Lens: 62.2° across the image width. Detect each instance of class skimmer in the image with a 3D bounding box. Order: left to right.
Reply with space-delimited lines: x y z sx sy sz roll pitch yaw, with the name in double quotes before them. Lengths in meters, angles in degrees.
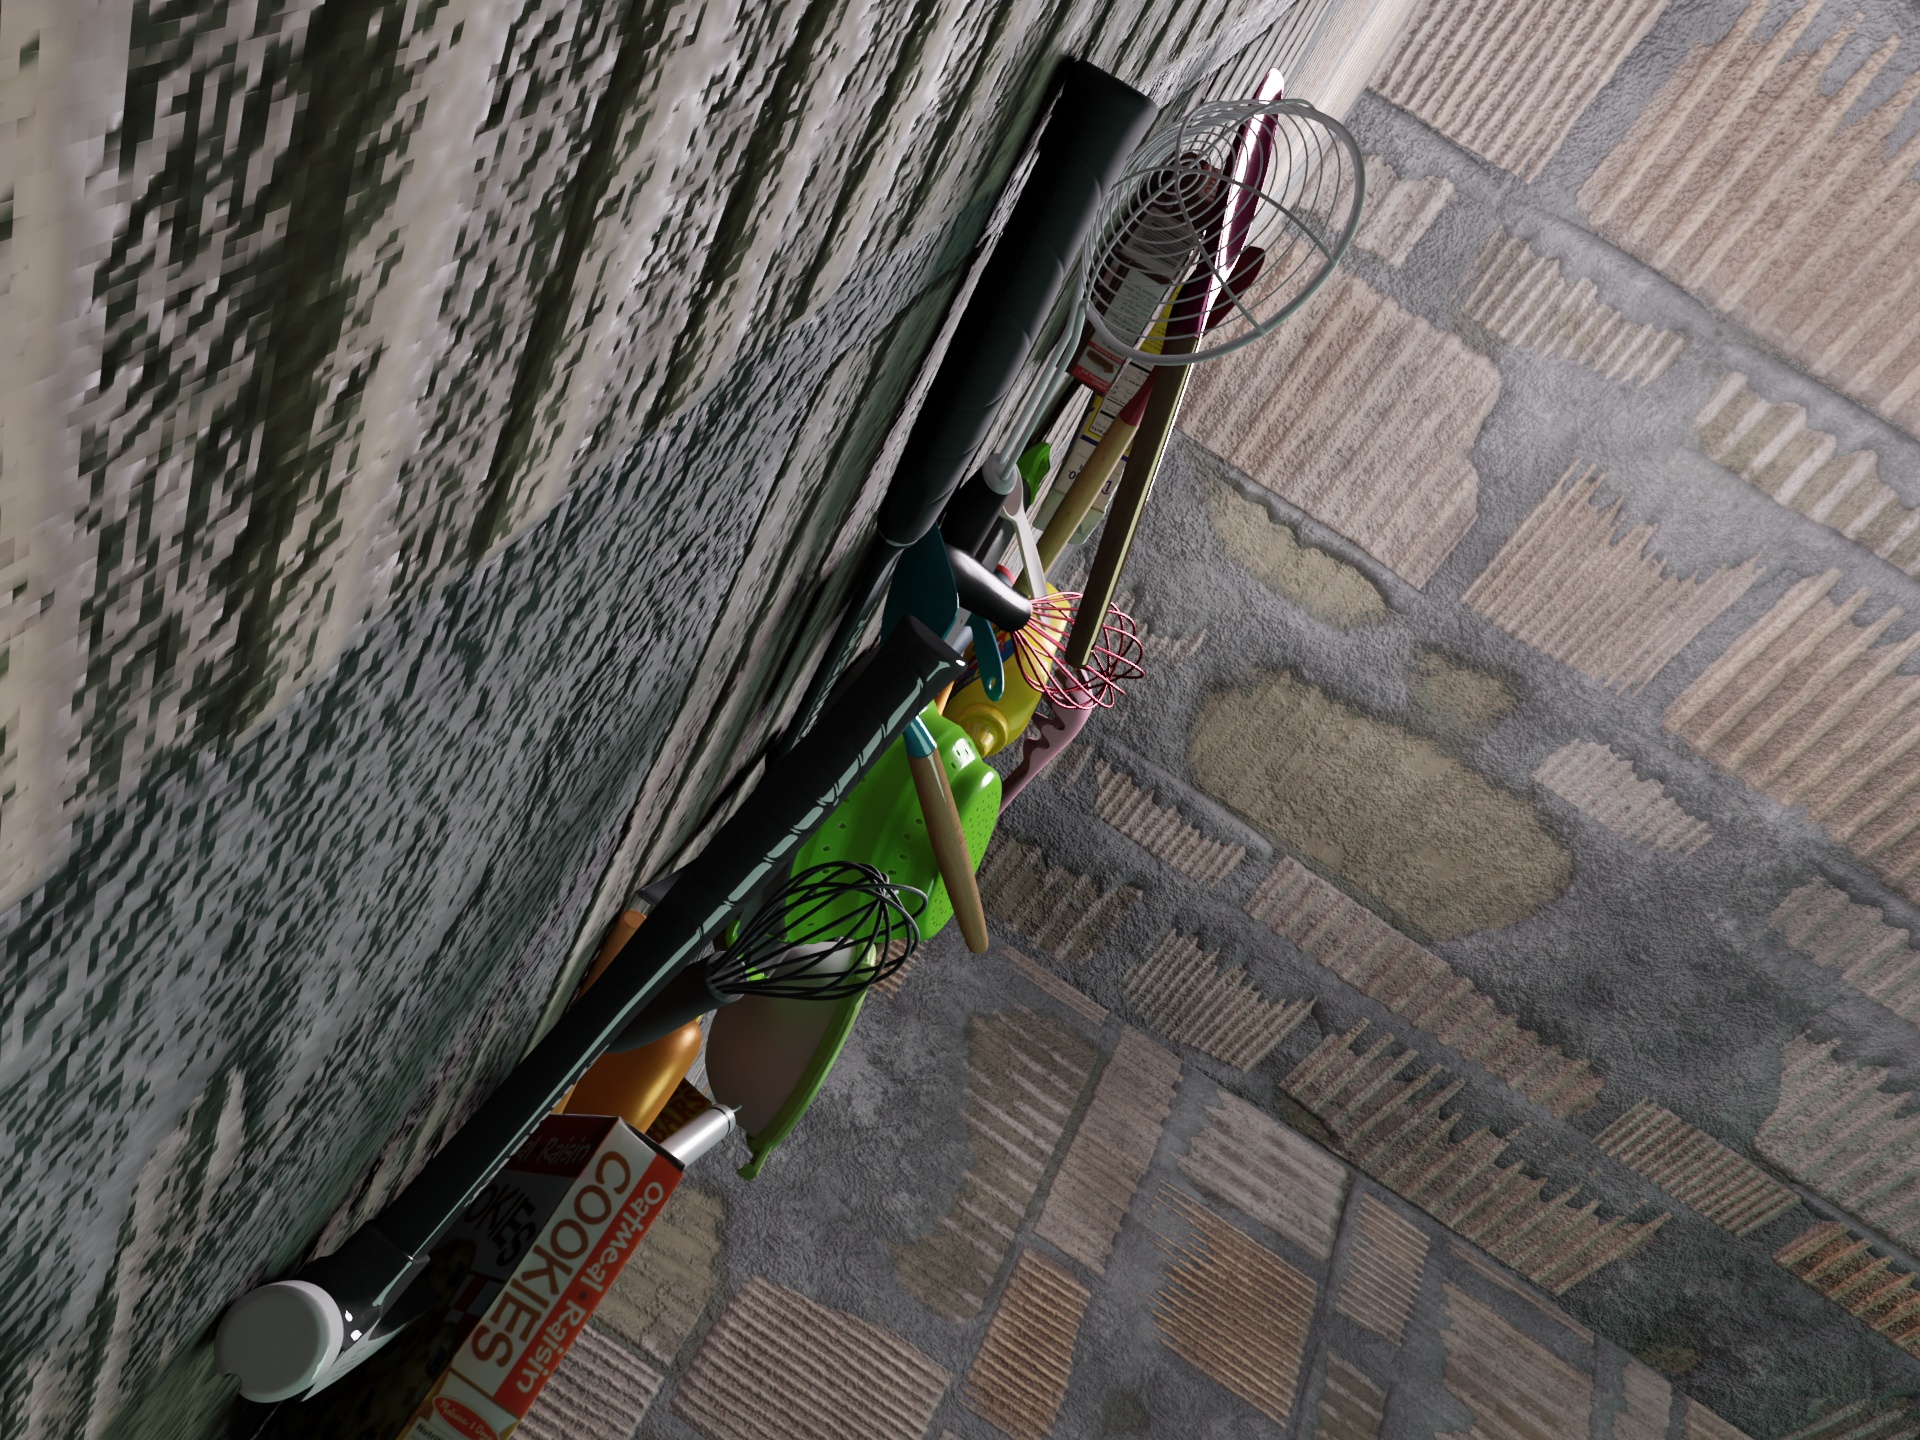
"skimmer" 0.066 -0.150 0.778 0.363 0.090 0.127 124 -31 -58

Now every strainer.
"strainer" -0.169 0.241 0.803 0.087 0.050 0.258 -43 173 19
"strainer" -0.124 0.185 1.059 0.151 0.069 0.256 -59 -170 3

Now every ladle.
"ladle" 0.095 -0.170 0.988 0.315 0.031 0.069 -57 -171 45

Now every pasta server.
"pasta server" 0.001 0.084 1.237 0.316 0.040 0.060 -50 -169 4

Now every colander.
"colander" -0.002 -0.003 0.970 0.397 0.094 0.204 -61 166 -22

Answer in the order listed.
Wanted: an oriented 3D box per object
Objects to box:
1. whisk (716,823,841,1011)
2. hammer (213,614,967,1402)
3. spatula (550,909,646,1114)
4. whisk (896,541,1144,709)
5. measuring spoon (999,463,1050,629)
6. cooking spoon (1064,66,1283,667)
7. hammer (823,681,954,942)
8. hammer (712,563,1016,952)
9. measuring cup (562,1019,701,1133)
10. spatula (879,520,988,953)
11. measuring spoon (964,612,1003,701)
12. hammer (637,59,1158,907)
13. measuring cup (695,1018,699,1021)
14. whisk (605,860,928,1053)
"whisk" -0.126 0.129 1.259 0.057 0.059 0.246 34 84 -48
"hammer" -0.111 0.088 0.564 0.335 0.035 0.146 -49 176 -18
"spatula" -0.198 0.206 0.750 0.081 0.041 0.322 -33 158 -55
"whisk" 0.037 -0.056 0.886 0.073 0.073 0.295 -57 154 5
"measuring spoon" 0.034 -0.103 0.961 0.034 0.018 0.124 -66 148 -41
"cooking spoon" 0.110 -0.177 0.832 0.069 0.017 0.319 -21 131 -67
"hammer" -0.066 0.089 1.267 0.127 0.034 0.337 -29 -144 64
"hammer" -0.050 0.000 1.128 0.386 0.038 0.143 -55 176 -39
"measuring cup" -0.149 0.148 0.830 0.173 0.052 0.095 -54 178 -11
"spatula" -0.005 0.028 0.809 0.317 0.044 0.082 76 -3 -49
"measuring spoon" 0.007 -0.059 1.067 0.042 0.021 0.129 -52 -147 30
"hammer" -0.031 -0.065 0.615 0.149 0.036 0.408 -53 176 -47
"measuring cup" -0.185 0.190 1.053 0.062 0.029 0.157 -58 180 42
"whisk" -0.099 0.110 0.684 0.239 0.055 0.055 -28 -162 42
